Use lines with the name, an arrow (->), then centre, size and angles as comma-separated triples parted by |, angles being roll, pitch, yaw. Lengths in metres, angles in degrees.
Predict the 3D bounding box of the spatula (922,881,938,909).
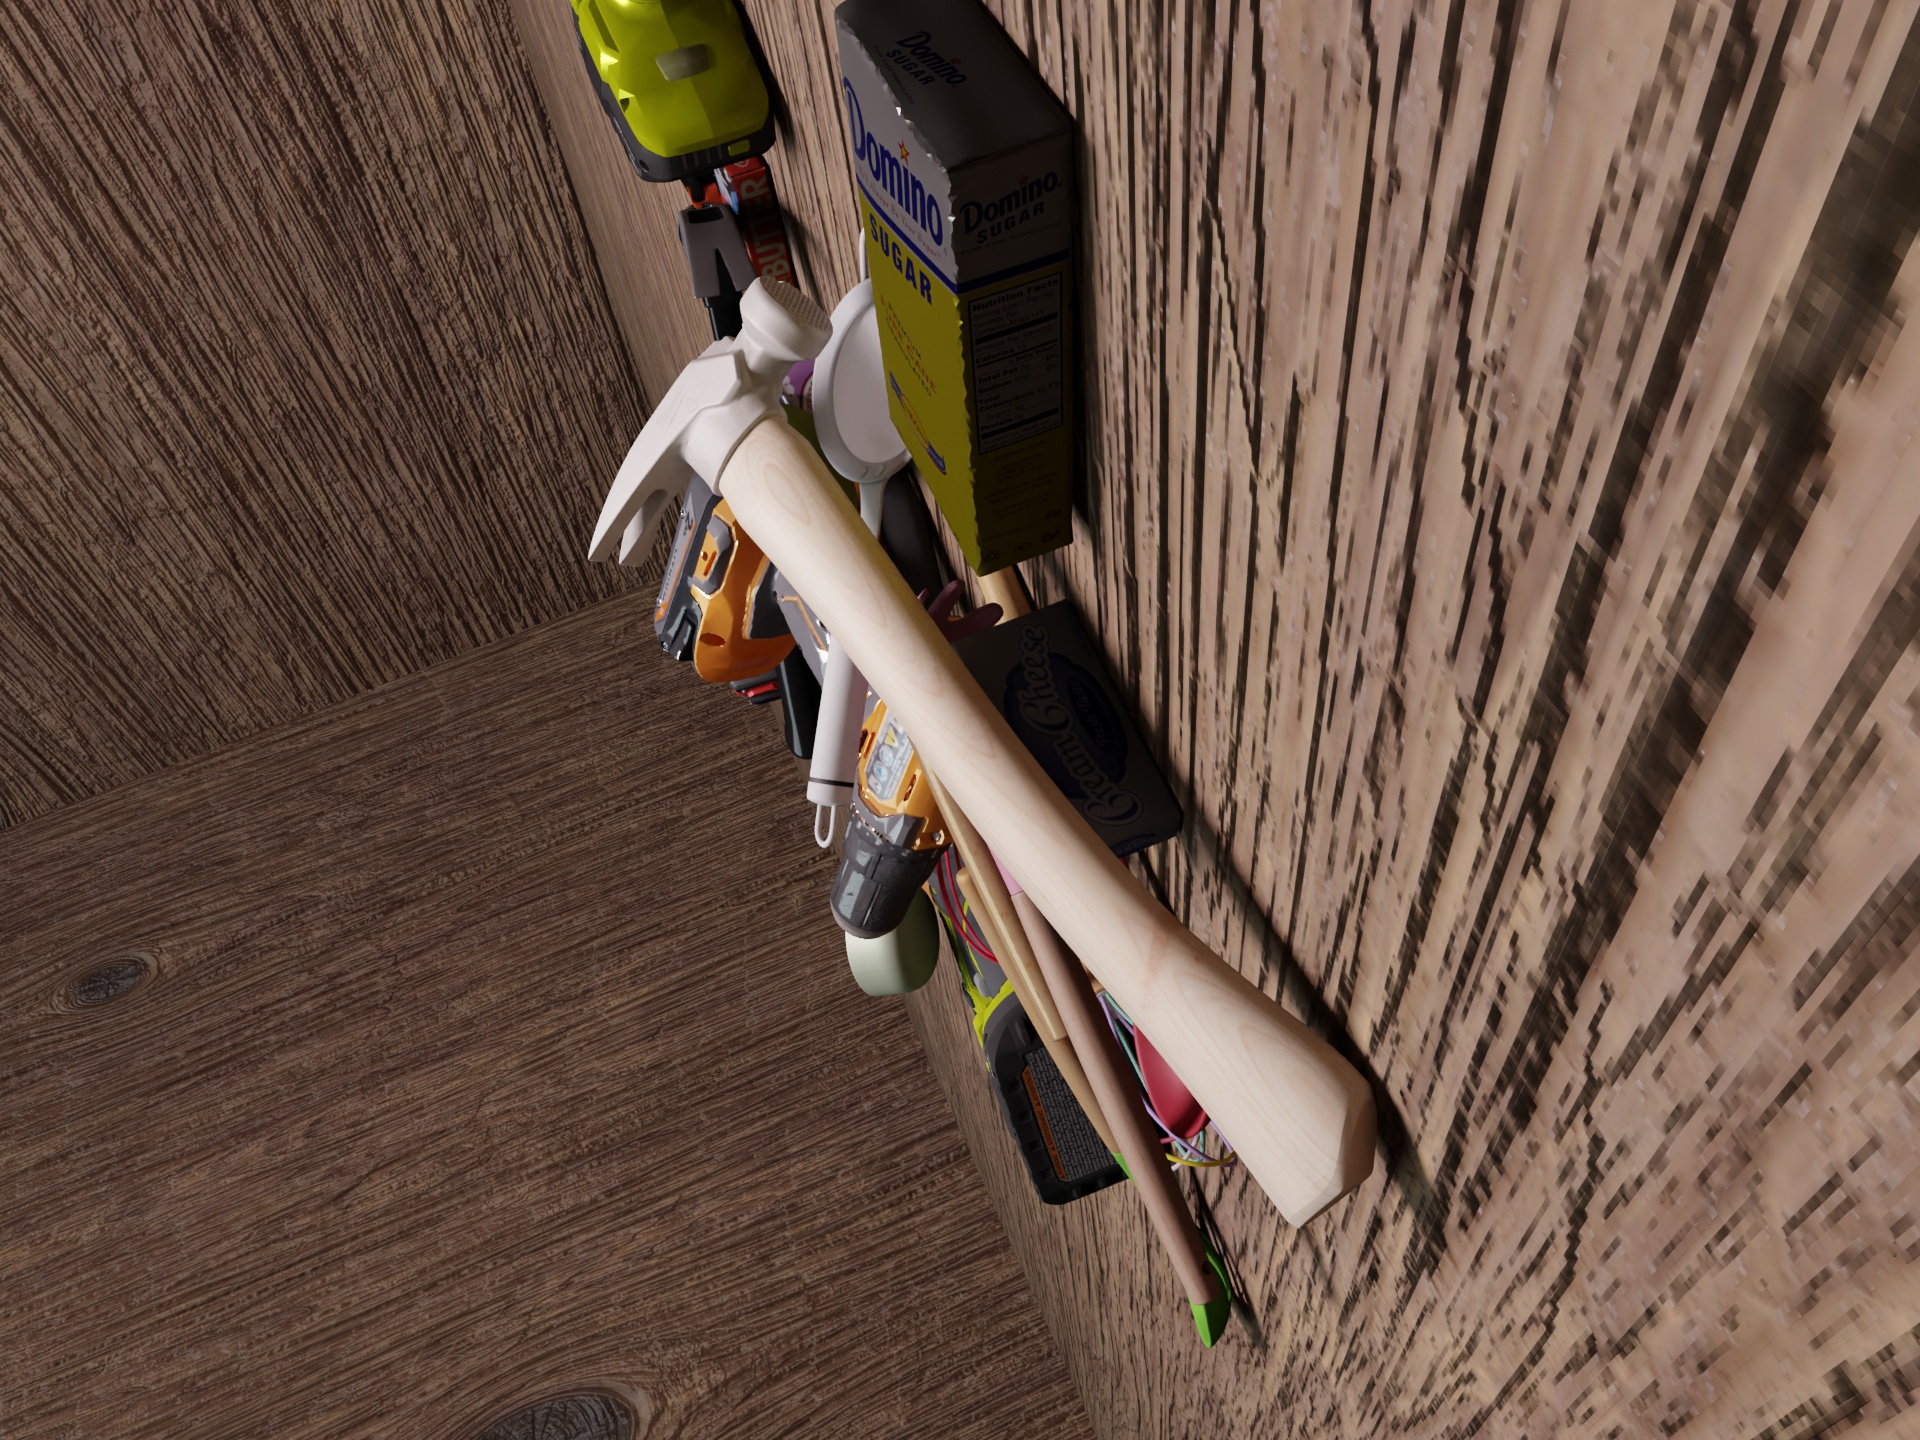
spatula -> 0.008, 0.174, 1.159 | 0.322, 0.041, 0.081 | 57, 174, -13

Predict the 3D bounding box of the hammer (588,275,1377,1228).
hammer -> -0.003, 0.014, 0.595 | 0.038, 0.146, 0.411 | 3, -137, -55

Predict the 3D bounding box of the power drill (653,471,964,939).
power drill -> -0.071, -0.012, 0.836 | 0.226, 0.084, 0.185 | 45, 129, 31

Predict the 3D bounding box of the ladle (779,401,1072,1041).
ladle -> -0.031, -0.002, 0.709 | 0.320, 0.062, 0.078 | 65, -160, 8

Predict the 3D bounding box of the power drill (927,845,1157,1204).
power drill -> 0.045, 0.188, 0.981 | 0.223, 0.080, 0.171 | -125, 15, -69

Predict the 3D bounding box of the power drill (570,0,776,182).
power drill -> -0.136, -0.357, 0.722 | 0.228, 0.080, 0.191 | 100, 147, -69

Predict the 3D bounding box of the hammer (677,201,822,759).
hammer -> -0.117, -0.130, 0.944 | 0.146, 0.035, 0.334 | -118, 18, -64

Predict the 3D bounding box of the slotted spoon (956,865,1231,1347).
slotted spoon -> 0.075, 0.205, 0.839 | 0.313, 0.031, 0.070 | 61, -178, -18

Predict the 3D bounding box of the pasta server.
pasta server -> 0.044, 0.094, 0.665 | 0.040, 0.060, 0.316 | -27, 85, 46

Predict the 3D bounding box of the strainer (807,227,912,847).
strainer -> -0.039, -0.075, 0.668 | 0.087, 0.050, 0.258 | 7, 88, 48

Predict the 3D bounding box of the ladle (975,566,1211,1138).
ladle -> 0.050, 0.025, 0.692 | 0.315, 0.031, 0.069 | 69, 155, 9

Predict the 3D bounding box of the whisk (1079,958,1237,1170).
whisk -> 0.077, 0.151, 0.794 | 0.245, 0.047, 0.051 | -125, 14, -68

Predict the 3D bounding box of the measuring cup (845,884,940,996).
measuring cup -> -0.026, 0.120, 1.072 | 0.168, 0.038, 0.083 | -54, -49, -55

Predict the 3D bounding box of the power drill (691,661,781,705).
power drill -> -0.123, -0.069, 1.179 | 0.219, 0.143, 0.078 | 116, 135, -87

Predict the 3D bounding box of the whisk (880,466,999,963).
whisk -> -0.001, -0.003, 0.854 | 0.073, 0.073, 0.296 | 154, 100, -81

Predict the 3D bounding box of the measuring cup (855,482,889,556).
measuring cup -> -0.058, -0.093, 0.980 | 0.173, 0.052, 0.095 | 79, 166, -60
